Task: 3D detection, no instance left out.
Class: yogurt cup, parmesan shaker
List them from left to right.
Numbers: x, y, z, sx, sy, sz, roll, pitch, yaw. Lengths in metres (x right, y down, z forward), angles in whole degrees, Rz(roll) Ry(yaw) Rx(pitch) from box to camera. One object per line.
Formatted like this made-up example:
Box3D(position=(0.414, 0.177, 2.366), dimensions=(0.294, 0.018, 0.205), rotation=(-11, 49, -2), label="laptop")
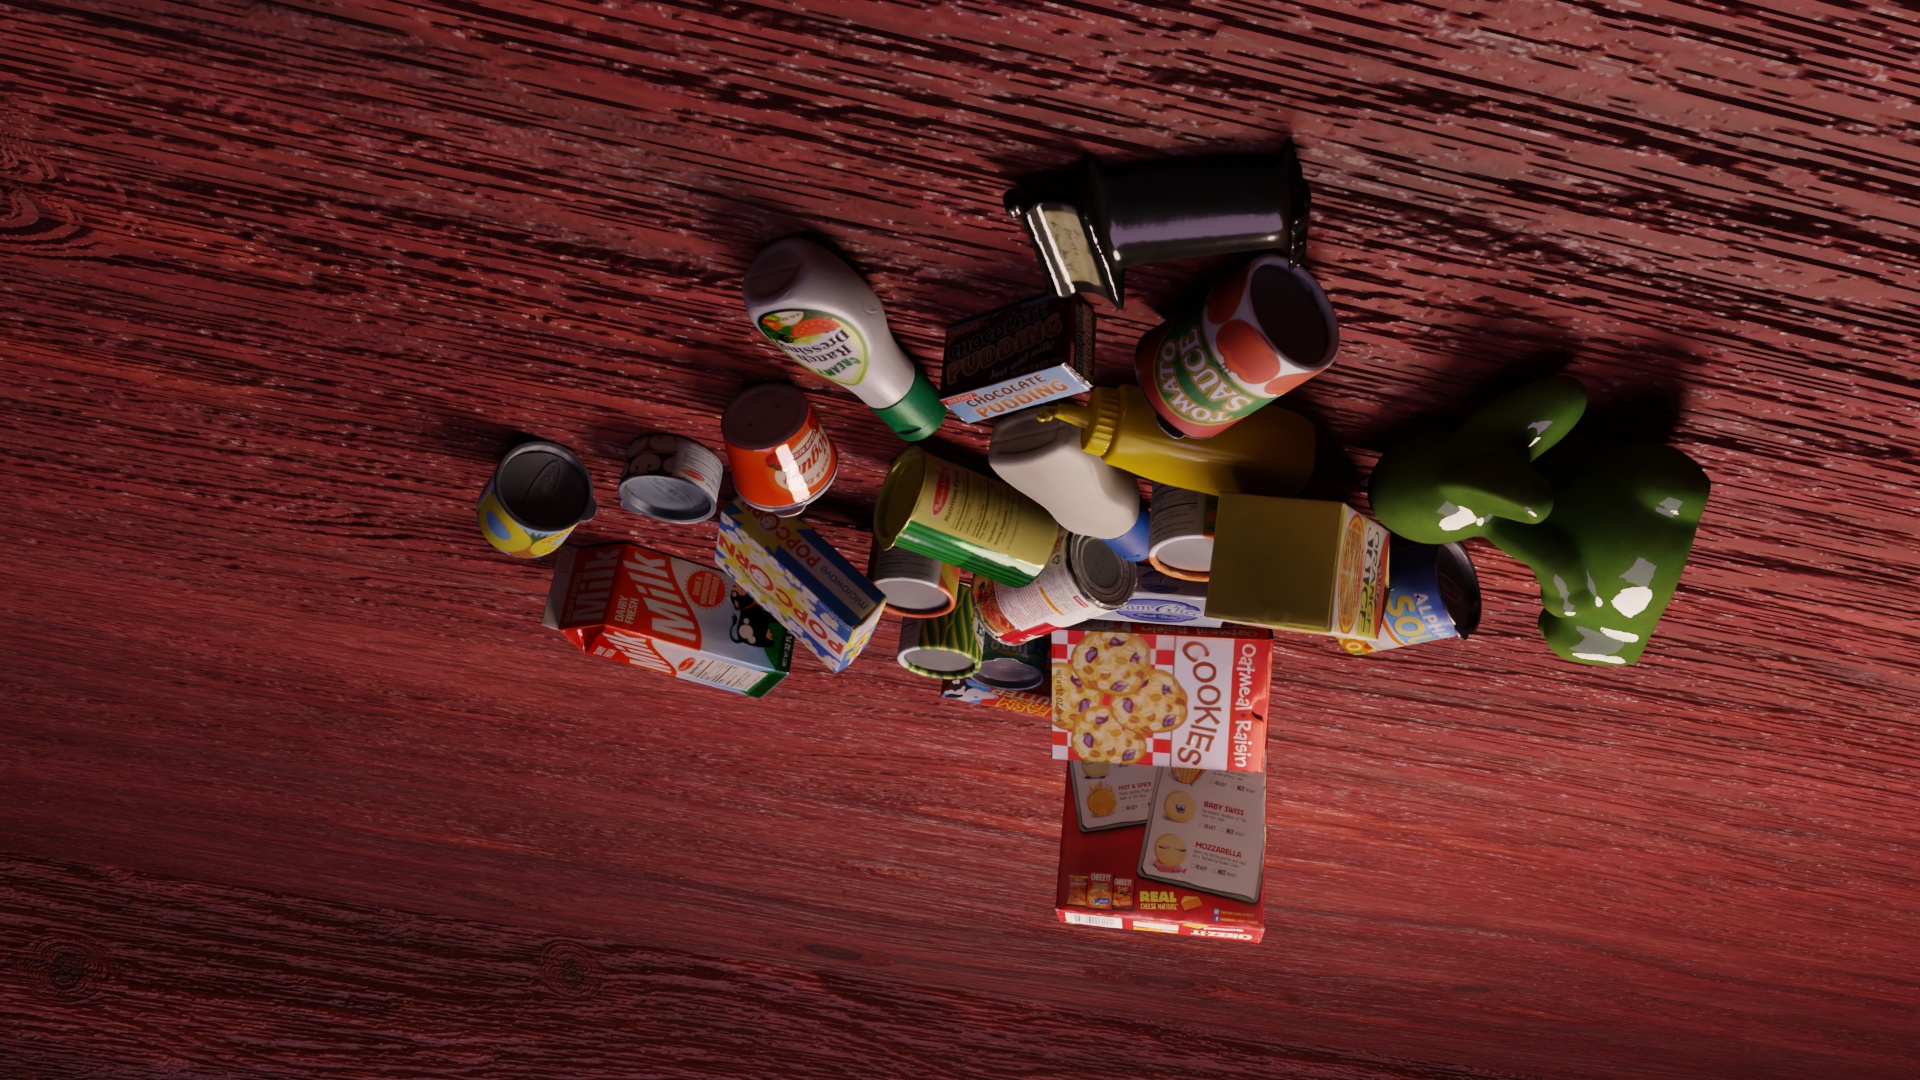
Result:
Box3D(position=(-0.113, -0.060, 0.851), dimensions=(0.072, 0.073, 0.053), rotation=(1, 144, 12), label="yogurt cup")
Box3D(position=(0.003, -0.011, 0.906), dimensions=(0.103, 0.071, 0.071), rotation=(21, 150, -25), label="parmesan shaker")

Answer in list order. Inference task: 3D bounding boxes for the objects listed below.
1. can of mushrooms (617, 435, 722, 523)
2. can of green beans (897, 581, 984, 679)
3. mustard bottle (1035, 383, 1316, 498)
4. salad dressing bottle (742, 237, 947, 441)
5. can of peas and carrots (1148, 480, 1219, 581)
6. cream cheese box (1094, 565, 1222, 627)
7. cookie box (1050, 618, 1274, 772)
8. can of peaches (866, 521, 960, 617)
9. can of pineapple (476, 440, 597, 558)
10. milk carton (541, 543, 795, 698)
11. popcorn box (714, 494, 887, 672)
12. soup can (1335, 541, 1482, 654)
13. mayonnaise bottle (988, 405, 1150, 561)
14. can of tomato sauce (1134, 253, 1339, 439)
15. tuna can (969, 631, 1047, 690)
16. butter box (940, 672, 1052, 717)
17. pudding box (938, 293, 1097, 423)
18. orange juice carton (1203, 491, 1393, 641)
Box3D(position=(-0.197, -0.041, 0.939), dimensions=(0.071, 0.033, 0.070), rotation=(5, 153, 3), label="can of mushrooms")
Box3D(position=(-0.013, 0.070, 1.082), dimensions=(0.071, 0.058, 0.071), rotation=(5, 153, 3), label="can of green beans")
Box3D(position=(0.123, -0.061, 0.805), dimensions=(0.160, 0.049, 0.065), rotation=(12, 160, -8), label="mustard bottle")
Box3D(position=(-0.059, -0.106, 0.767), dimensions=(0.064, 0.044, 0.147), rotation=(-8, 149, 30), label="salad dressing bottle")
Box3D(position=(0.155, -0.012, 0.882), dimensions=(0.071, 0.059, 0.070), rotation=(6, 153, 3), label="can of peas and carrots")
Box3D(position=(0.145, 0.041, 1.025), dimensions=(0.104, 0.024, 0.053), rotation=(4, 152, 5), label="cream cheese box")
Box3D(position=(0.155, 0.117, 1.085), dimensions=(0.167, 0.040, 0.122), rotation=(3, 117, 9), label="cookie box")
Box3D(position=(-0.032, 0.017, 0.984), dimensions=(0.071, 0.058, 0.071), rotation=(5, 152, 3), label="can of peaches")
Box3D(position=(-0.291, -0.026, 0.952), dimensions=(0.071, 0.071, 0.057), rotation=(20, 151, -24), label="can of pineapple")
Box3D(position=(-0.230, 0.060, 1.101), dimensions=(0.191, 0.072, 0.073), rotation=(17, 151, -21), label="milk carton")
Box3D(position=(-0.114, 0.027, 0.976), dimensions=(0.127, 0.038, 0.085), rotation=(42, 153, 8), label="popcorn box")
Box3D(position=(0.297, 0.041, 0.937), dimensions=(0.083, 0.071, 0.071), rotation=(-18, 143, 40), label="soup can")
Box3D(position=(0.080, -0.033, 0.882), dimensions=(0.064, 0.041, 0.148), rotation=(-10, 149, 33), label="mayonnaise bottle")
Box3D(position=(0.140, -0.097, 0.709), dimensions=(0.071, 0.071, 0.082), rotation=(22, 149, -26), label="can of tomato sauce")
Box3D(position=(0.039, 0.097, 1.149), dimensions=(0.071, 0.033, 0.070), rotation=(5, 153, 3), label="tuna can")
Box3D(position=(0.039, 0.129, 1.221), dimensions=(0.103, 0.024, 0.053), rotation=(12, 153, -9), label="butter box")
Box3D(position=(0.031, -0.099, 0.753), dimensions=(0.083, 0.050, 0.030), rotation=(-12, 149, 34), label="pudding box")
Box3D(position=(0.211, 0.019, 0.836), dimensions=(0.072, 0.073, 0.193), rotation=(6, 178, 26), label="orange juice carton")
